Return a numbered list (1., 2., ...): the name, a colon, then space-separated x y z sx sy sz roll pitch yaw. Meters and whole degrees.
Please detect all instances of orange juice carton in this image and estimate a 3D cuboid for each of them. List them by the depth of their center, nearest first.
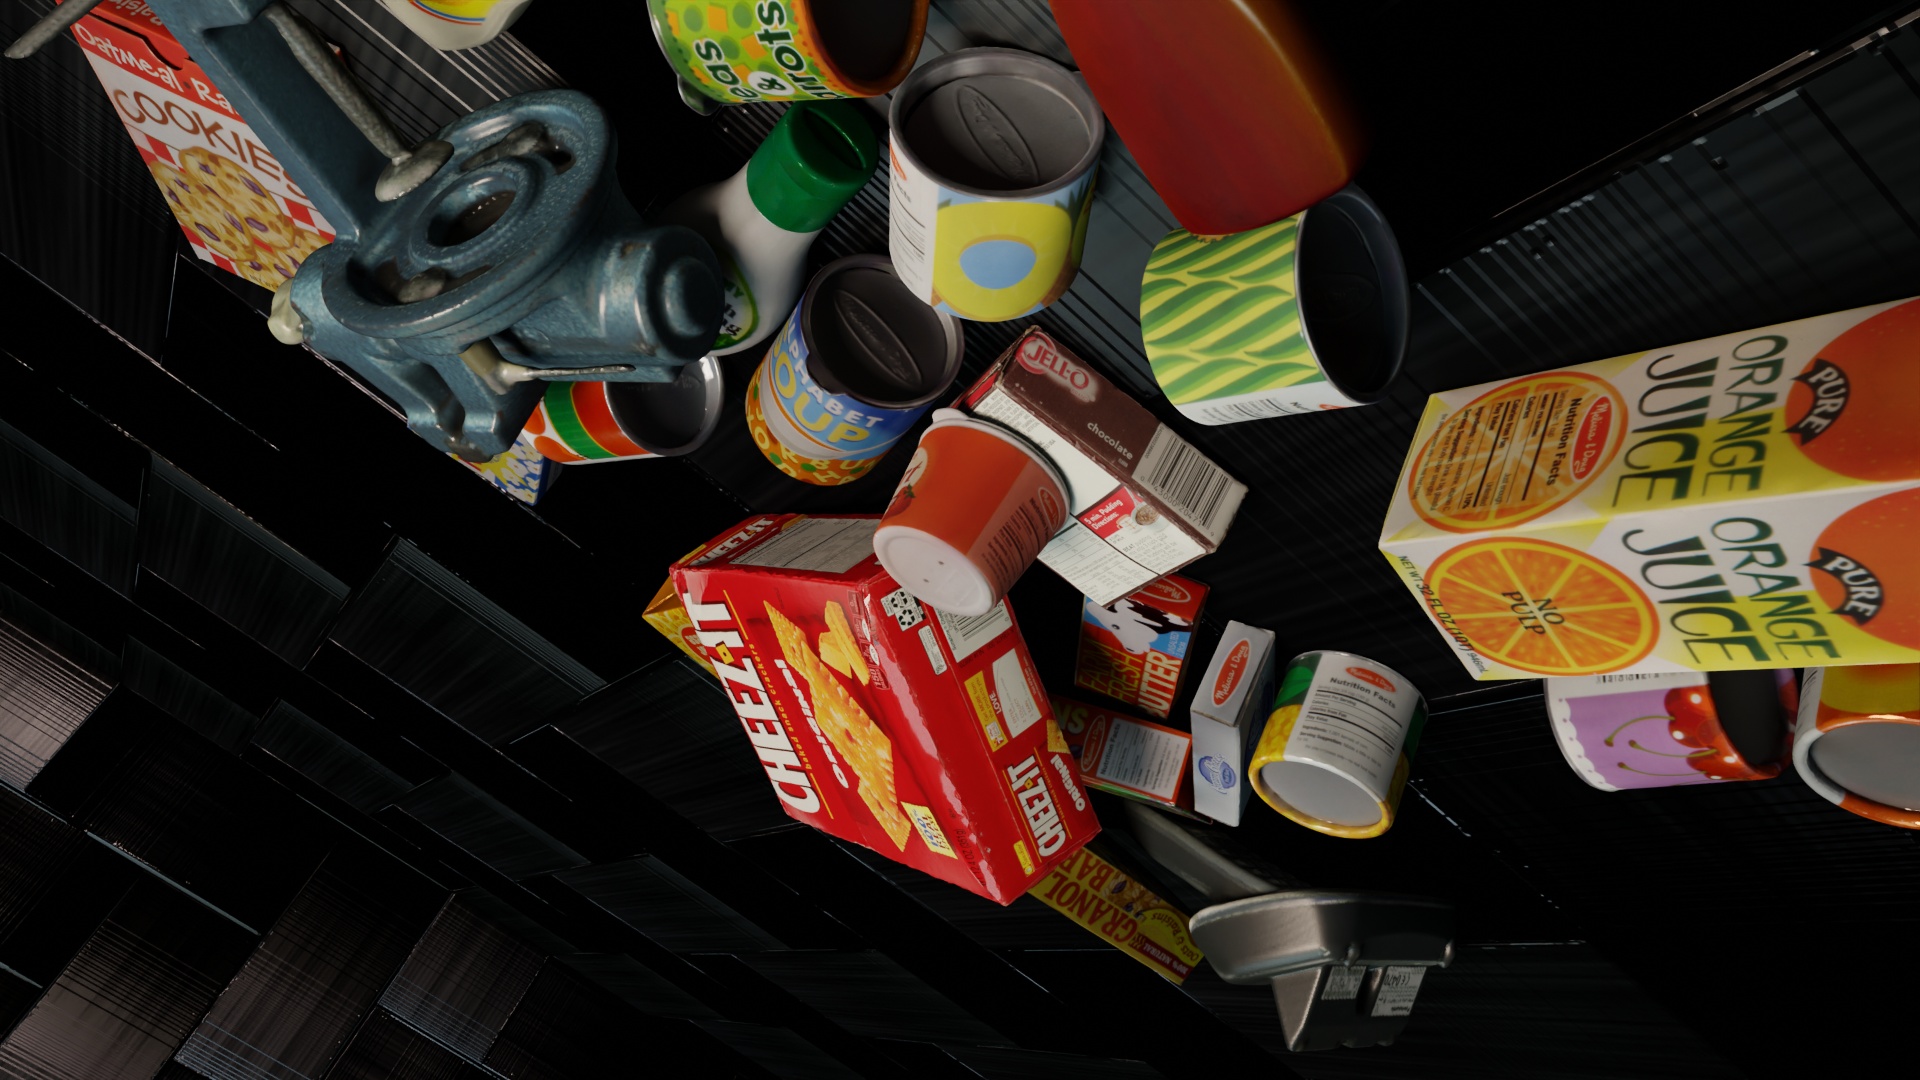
1. orange juice carton: 0.230 -0.012 0.401 0.192 0.073 0.071 -9 132 47

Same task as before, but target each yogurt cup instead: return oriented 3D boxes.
1. yogurt cup: 0.002 -0.007 0.547 0.072 0.054 0.072 24 150 15

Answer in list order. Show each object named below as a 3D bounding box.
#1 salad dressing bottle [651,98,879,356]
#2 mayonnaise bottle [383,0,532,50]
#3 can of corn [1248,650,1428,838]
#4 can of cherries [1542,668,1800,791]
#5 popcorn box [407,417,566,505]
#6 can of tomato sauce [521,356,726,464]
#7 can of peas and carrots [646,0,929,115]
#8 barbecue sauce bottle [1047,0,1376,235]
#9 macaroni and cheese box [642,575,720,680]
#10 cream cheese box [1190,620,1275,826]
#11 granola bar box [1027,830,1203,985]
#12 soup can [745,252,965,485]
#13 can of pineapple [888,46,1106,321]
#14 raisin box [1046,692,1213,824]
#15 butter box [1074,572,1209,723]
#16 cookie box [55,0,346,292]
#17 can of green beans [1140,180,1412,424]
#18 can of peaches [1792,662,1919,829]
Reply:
1. salad dressing bottle: -0.080 -0.119 0.534 0.064 0.044 0.147 44 147 -12
2. mayonnaise bottle: -0.144 -0.207 0.458 0.148 0.041 0.064 1 141 41
3. can of corn: 0.170 0.094 0.628 0.071 0.058 0.070 22 149 14
4. can of cherries: 0.252 0.055 0.490 0.071 0.072 0.058 42 146 -20
5. popcorn box: -0.253 -0.077 0.752 0.085 0.038 0.126 33 150 -5
6. can of tomato sauce: -0.163 -0.072 0.656 0.083 0.071 0.071 -2 138 43
7. can of peas and carrots: -0.051 -0.163 0.415 0.059 0.071 0.070 8 144 31
8. barbecue sauce bottle: 0.051 -0.152 0.372 0.064 0.044 0.148 -8 133 46
9. macaroni and cheese box: -0.098 0.078 0.853 0.166 0.040 0.123 45 148 -24
10. cream cheese box: 0.130 0.088 0.659 0.024 0.053 0.103 18 148 23
11. granola bar box: 0.058 0.179 0.799 0.165 0.039 0.124 40 177 -37
12. soup can: -0.047 -0.065 0.560 0.071 0.072 0.083 35 150 -9
13. can of pineapple: 0.012 -0.113 0.444 0.071 0.071 0.057 23 150 10
14. raisin box: 0.070 0.110 0.732 0.123 0.040 0.086 14 170 26
15. butter box: 0.084 0.047 0.664 0.053 0.024 0.103 21 149 15
16. cookie box: -0.334 -0.180 0.663 0.123 0.040 0.166 24 150 9
17. can of green beans: 0.098 -0.071 0.431 0.057 0.071 0.071 -5 136 45
18. can of peaches: 0.310 0.052 0.445 0.071 0.058 0.071 22 149 14
